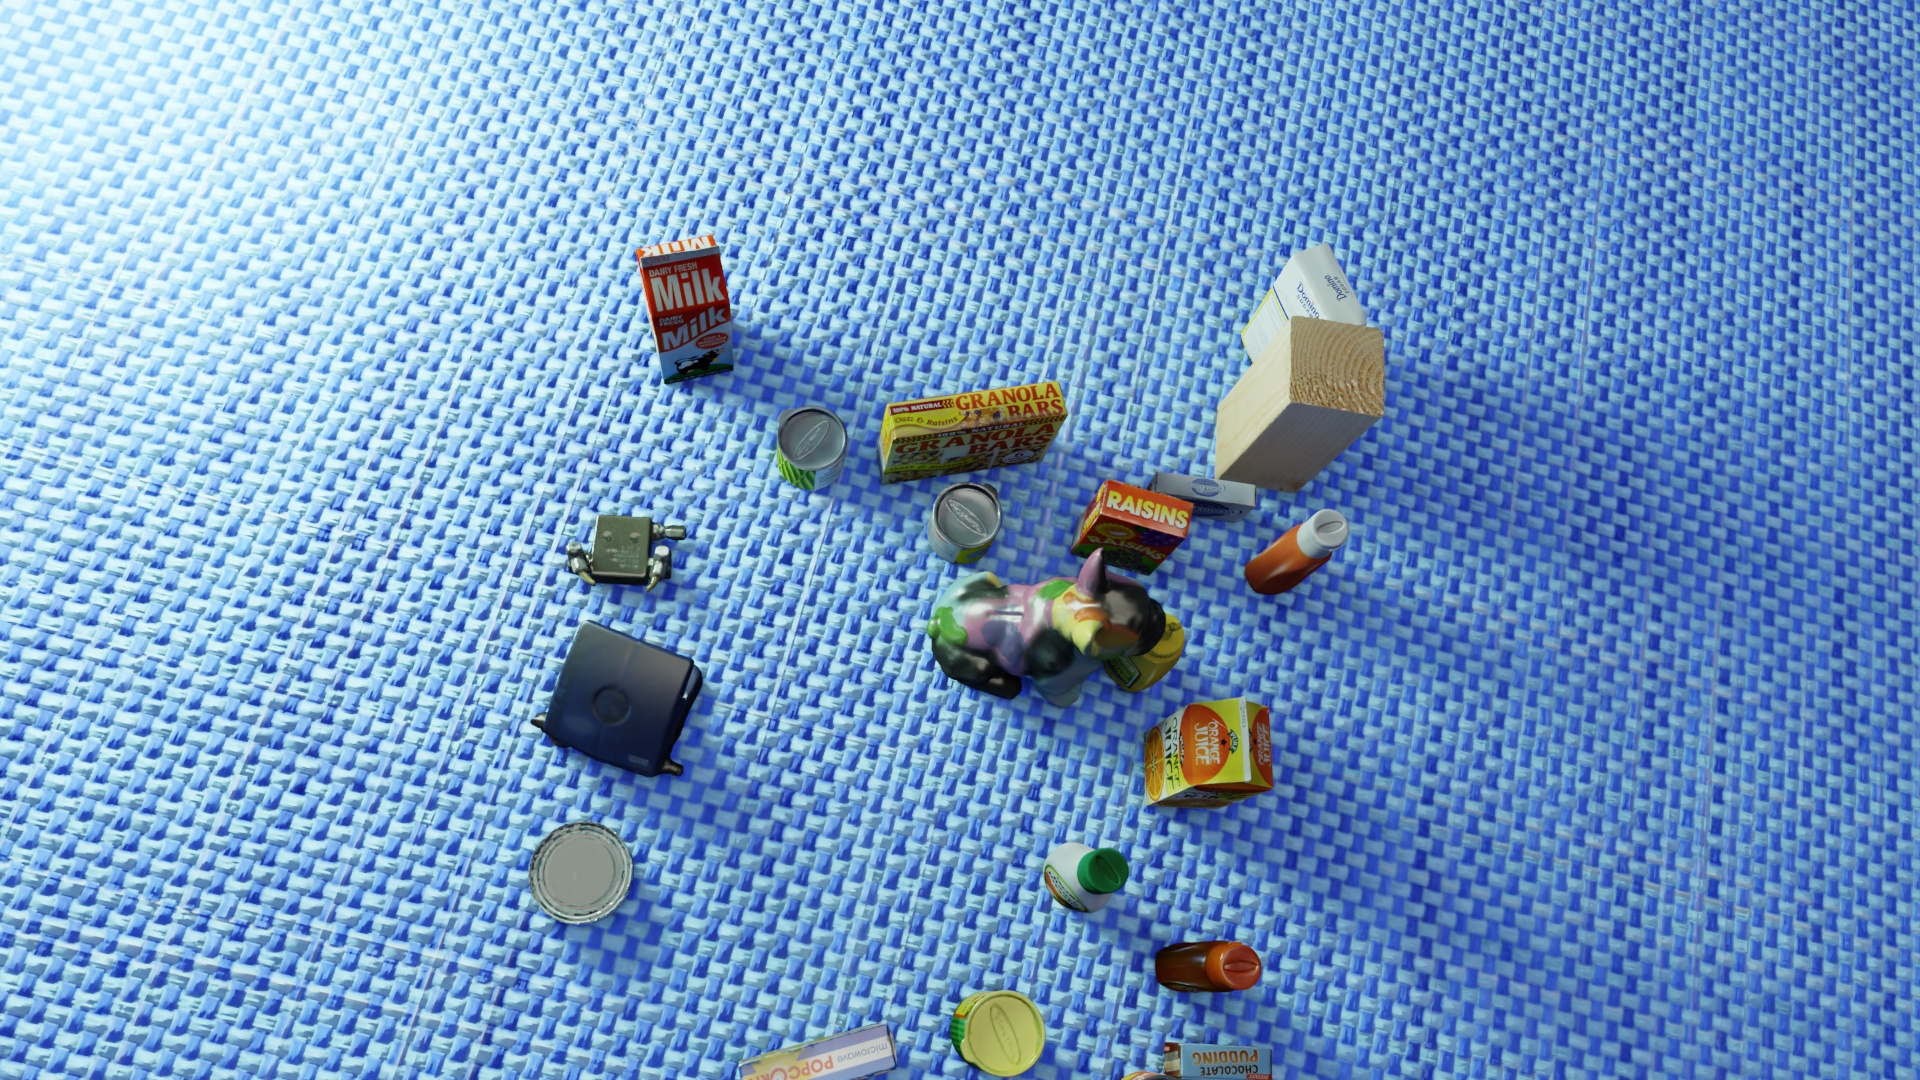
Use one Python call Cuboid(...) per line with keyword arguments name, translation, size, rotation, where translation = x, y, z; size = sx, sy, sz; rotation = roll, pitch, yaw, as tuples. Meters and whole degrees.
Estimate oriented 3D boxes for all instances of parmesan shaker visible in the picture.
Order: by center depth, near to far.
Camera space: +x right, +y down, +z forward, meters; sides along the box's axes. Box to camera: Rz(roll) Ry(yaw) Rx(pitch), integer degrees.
Cuboid(name="parmesan shaker", translation=(0.027, 0.413, 1.167), size=(0.071, 0.102, 0.071), rotation=(3, 72, -8))

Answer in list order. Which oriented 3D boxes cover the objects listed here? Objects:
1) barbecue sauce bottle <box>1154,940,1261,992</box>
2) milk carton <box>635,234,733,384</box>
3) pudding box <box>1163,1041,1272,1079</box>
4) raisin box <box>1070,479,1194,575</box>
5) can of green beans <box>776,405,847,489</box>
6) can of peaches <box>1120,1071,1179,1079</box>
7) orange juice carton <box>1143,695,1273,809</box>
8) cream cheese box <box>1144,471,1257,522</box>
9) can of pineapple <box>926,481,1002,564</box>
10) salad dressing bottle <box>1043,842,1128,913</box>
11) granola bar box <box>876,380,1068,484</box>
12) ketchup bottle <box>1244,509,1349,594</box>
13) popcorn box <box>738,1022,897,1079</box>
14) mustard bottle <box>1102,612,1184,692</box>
Cuboid(name="barbecue sauce bottle", translation=(0.215, 0.365, 1.188), size=(0.065, 0.148, 0.044), rotation=(2, 72, -8))
Cuboid(name="milk carton", translation=(-0.254, -0.220, 1.286), size=(0.072, 0.190, 0.073), rotation=(-13, 75, -12))
Cuboid(name="pudding box", translation=(0.224, 0.455, 1.212), size=(0.084, 0.049, 0.030), rotation=(5, 72, -7))
Cuboid(name="raisin box", translation=(0.161, -0.011, 1.316), size=(0.086, 0.123, 0.040), rotation=(16, 71, -3))
Cuboid(name="can of green beans", translation=(-0.143, -0.088, 1.330), size=(0.071, 0.057, 0.071), rotation=(3, 72, -8))
Cuboid(name="can of peaches", translation=(0.163, 0.488, 1.187), size=(0.071, 0.058, 0.071), rotation=(3, 72, -8))
Cuboid(name="orange juice carton", translation=(0.221, 0.189, 1.223), size=(0.073, 0.192, 0.072), rotation=(3, 72, -8))
Cuboid(name="cream cheese box", translation=(0.235, -0.043, 1.375), size=(0.104, 0.053, 0.024), rotation=(8, 72, -6))
Cuboid(name="can of pineapple", translation=(0.005, -0.017, 1.329), size=(0.071, 0.057, 0.071), rotation=(3, 72, -8))
Cuboid(name="salad dressing bottle", translation=(0.109, 0.289, 1.197), size=(0.044, 0.147, 0.064), rotation=(-36, 81, -17))
Cuboid(name="granola bar box", translation=(0.007, -0.102, 1.322), size=(0.166, 0.123, 0.039), rotation=(-9, 74, -11))
Cuboid(name="ketchup bottle", translation=(0.324, 0.011, 1.321), size=(0.065, 0.148, 0.043), rotation=(-16, 76, -13))
Cuboid(name="popcorn box", translation=(-0.119, 0.433, 1.148), size=(0.127, 0.085, 0.038), rotation=(-12, 75, -12))
Cuboid(name="mustard bottle", translation=(0.170, 0.095, 1.263), size=(0.049, 0.159, 0.065), rotation=(-30, 79, -16))
